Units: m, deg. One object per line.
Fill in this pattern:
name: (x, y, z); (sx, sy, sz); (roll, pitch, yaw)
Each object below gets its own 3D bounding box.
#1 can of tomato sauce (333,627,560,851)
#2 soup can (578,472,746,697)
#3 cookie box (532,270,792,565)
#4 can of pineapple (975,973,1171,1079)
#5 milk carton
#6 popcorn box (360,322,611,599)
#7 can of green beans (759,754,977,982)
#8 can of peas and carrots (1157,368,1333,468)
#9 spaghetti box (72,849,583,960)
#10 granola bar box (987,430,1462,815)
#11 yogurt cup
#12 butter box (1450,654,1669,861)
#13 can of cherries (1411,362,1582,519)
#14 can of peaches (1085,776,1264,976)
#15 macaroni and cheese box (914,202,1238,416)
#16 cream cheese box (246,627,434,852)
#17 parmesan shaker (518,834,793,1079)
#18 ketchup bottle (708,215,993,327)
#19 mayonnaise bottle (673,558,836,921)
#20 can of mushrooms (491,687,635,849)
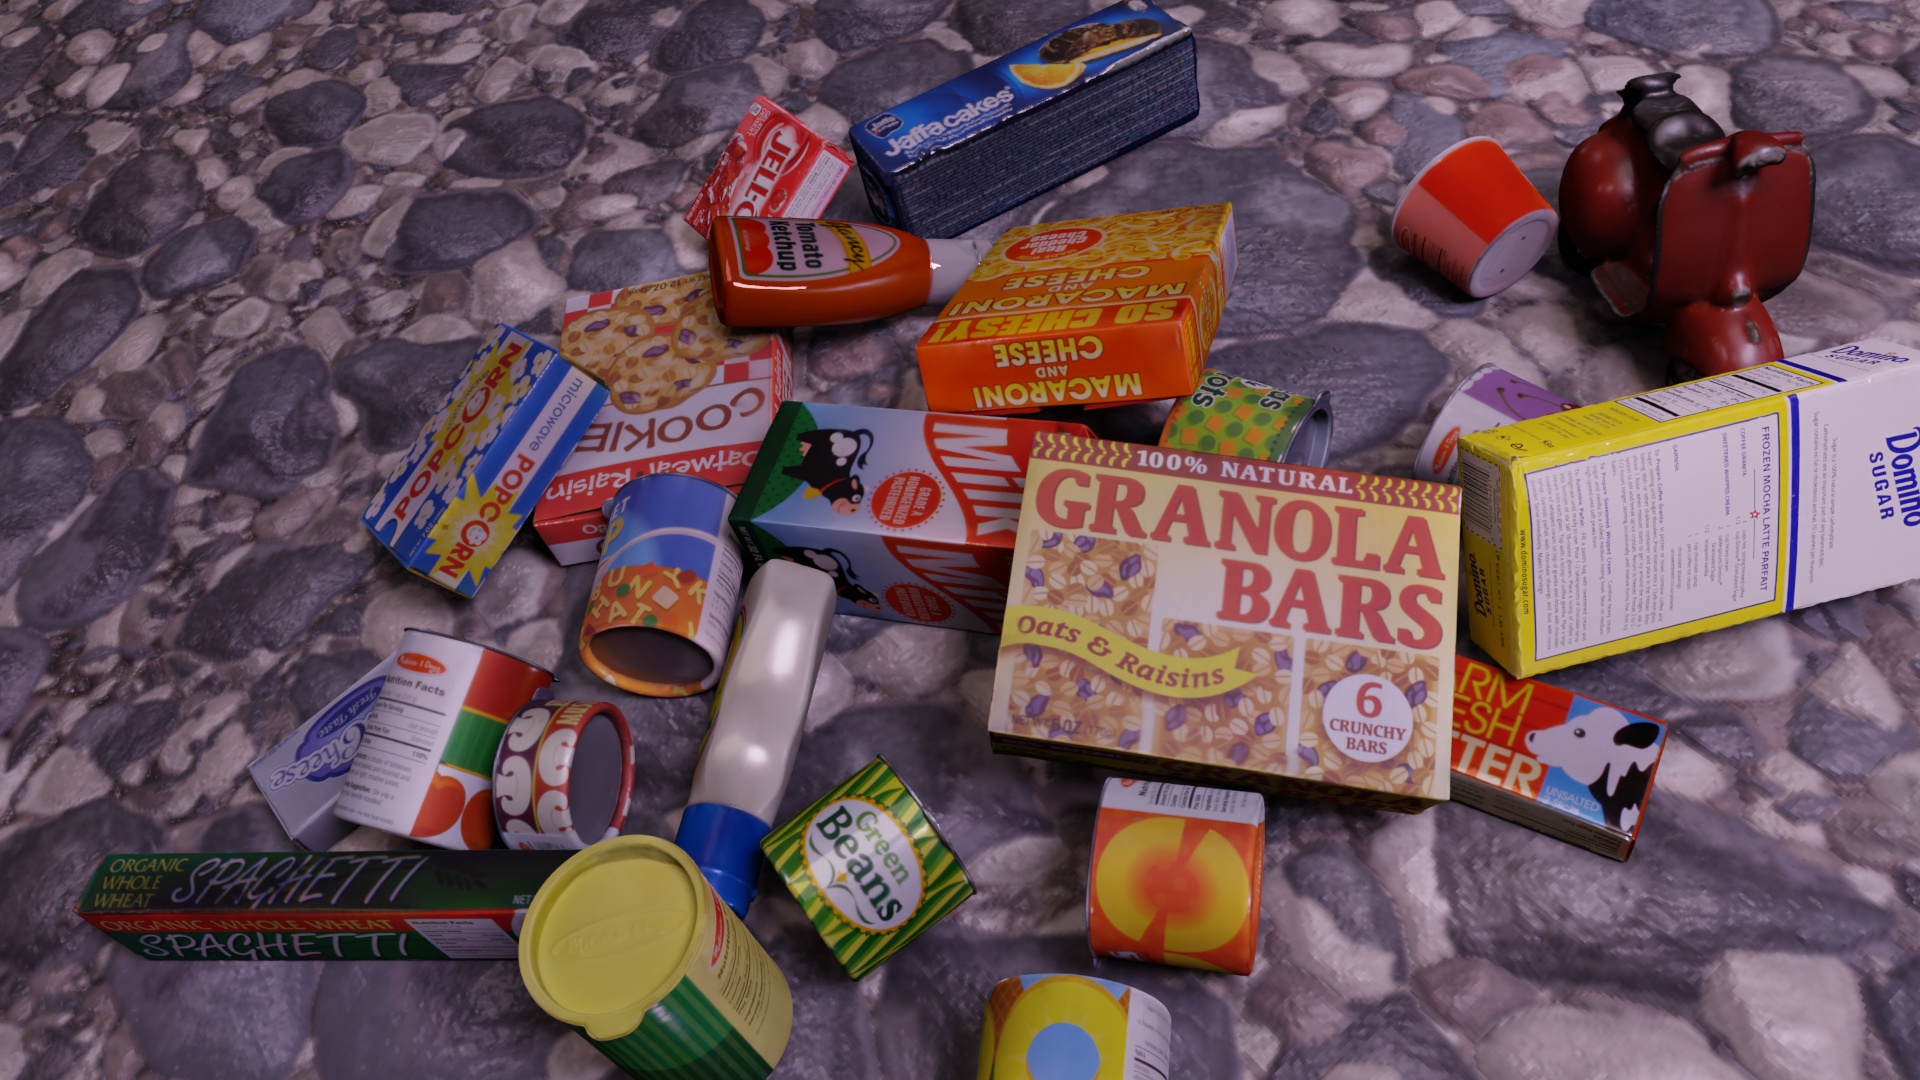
can of tomato sauce: (-0.220, 0.088, 0.599); (0.071, 0.071, 0.083); (9, 72, 20)
soup can: (-0.138, 0.021, 0.642); (0.071, 0.071, 0.084); (-4, 52, 10)
cookie box: (-0.153, -0.072, 0.735); (0.123, 0.040, 0.168); (-10, 51, 5)
can of pineapple: (0.036, 0.186, 0.472); (0.071, 0.070, 0.058); (0, 52, 13)
milk carton: (0.002, -0.008, 0.628); (0.190, 0.072, 0.074); (7, 55, 18)
popcorn box: (-0.239, -0.043, 0.697); (0.085, 0.038, 0.127); (26, 81, 48)
can of green beans: (-0.036, 0.126, 0.536); (0.058, 0.071, 0.071); (-34, 53, -13)
can of peas and carrots: (0.128, -0.041, 0.626); (0.059, 0.070, 0.071); (21, 60, 28)
spaghetti box: (-0.242, 0.152, 0.575); (0.250, 0.050, 0.029); (-3, 50, 11)
granola bar box: (0.101, 0.030, 0.532); (0.166, 0.039, 0.124); (8, 70, 4)
yogurt cup: (0.258, -0.158, 0.692); (0.072, 0.072, 0.054); (-28, 60, -9)
butter box: (0.213, 0.079, 0.540); (0.103, 0.024, 0.053); (19, 60, 26)
can of cherries: (0.240, -0.035, 0.599); (0.072, 0.071, 0.058); (-42, 55, -19)
can of peaches: (0.080, 0.125, 0.511); (0.058, 0.071, 0.071); (3, 54, 15)
macaroni and cheese box: (0.063, -0.114, 0.672); (0.123, 0.040, 0.167); (-3, 29, 20)
cream cheese box: (-0.273, 0.092, 0.646); (0.104, 0.024, 0.053); (-41, 55, -19)
parmesan shaker: (-0.106, 0.161, 0.501); (0.071, 0.102, 0.072); (-7, 51, 9)
ketchup bottle: (-0.056, -0.142, 0.738); (0.149, 0.043, 0.065); (-3, 51, -17)
mayonnaise bottle: (-0.088, 0.084, 0.585); (0.041, 0.064, 0.149); (17, 57, -7)
can of mushrooms: (-0.166, 0.098, 0.587); (0.033, 0.070, 0.071); (0, 53, 13)
